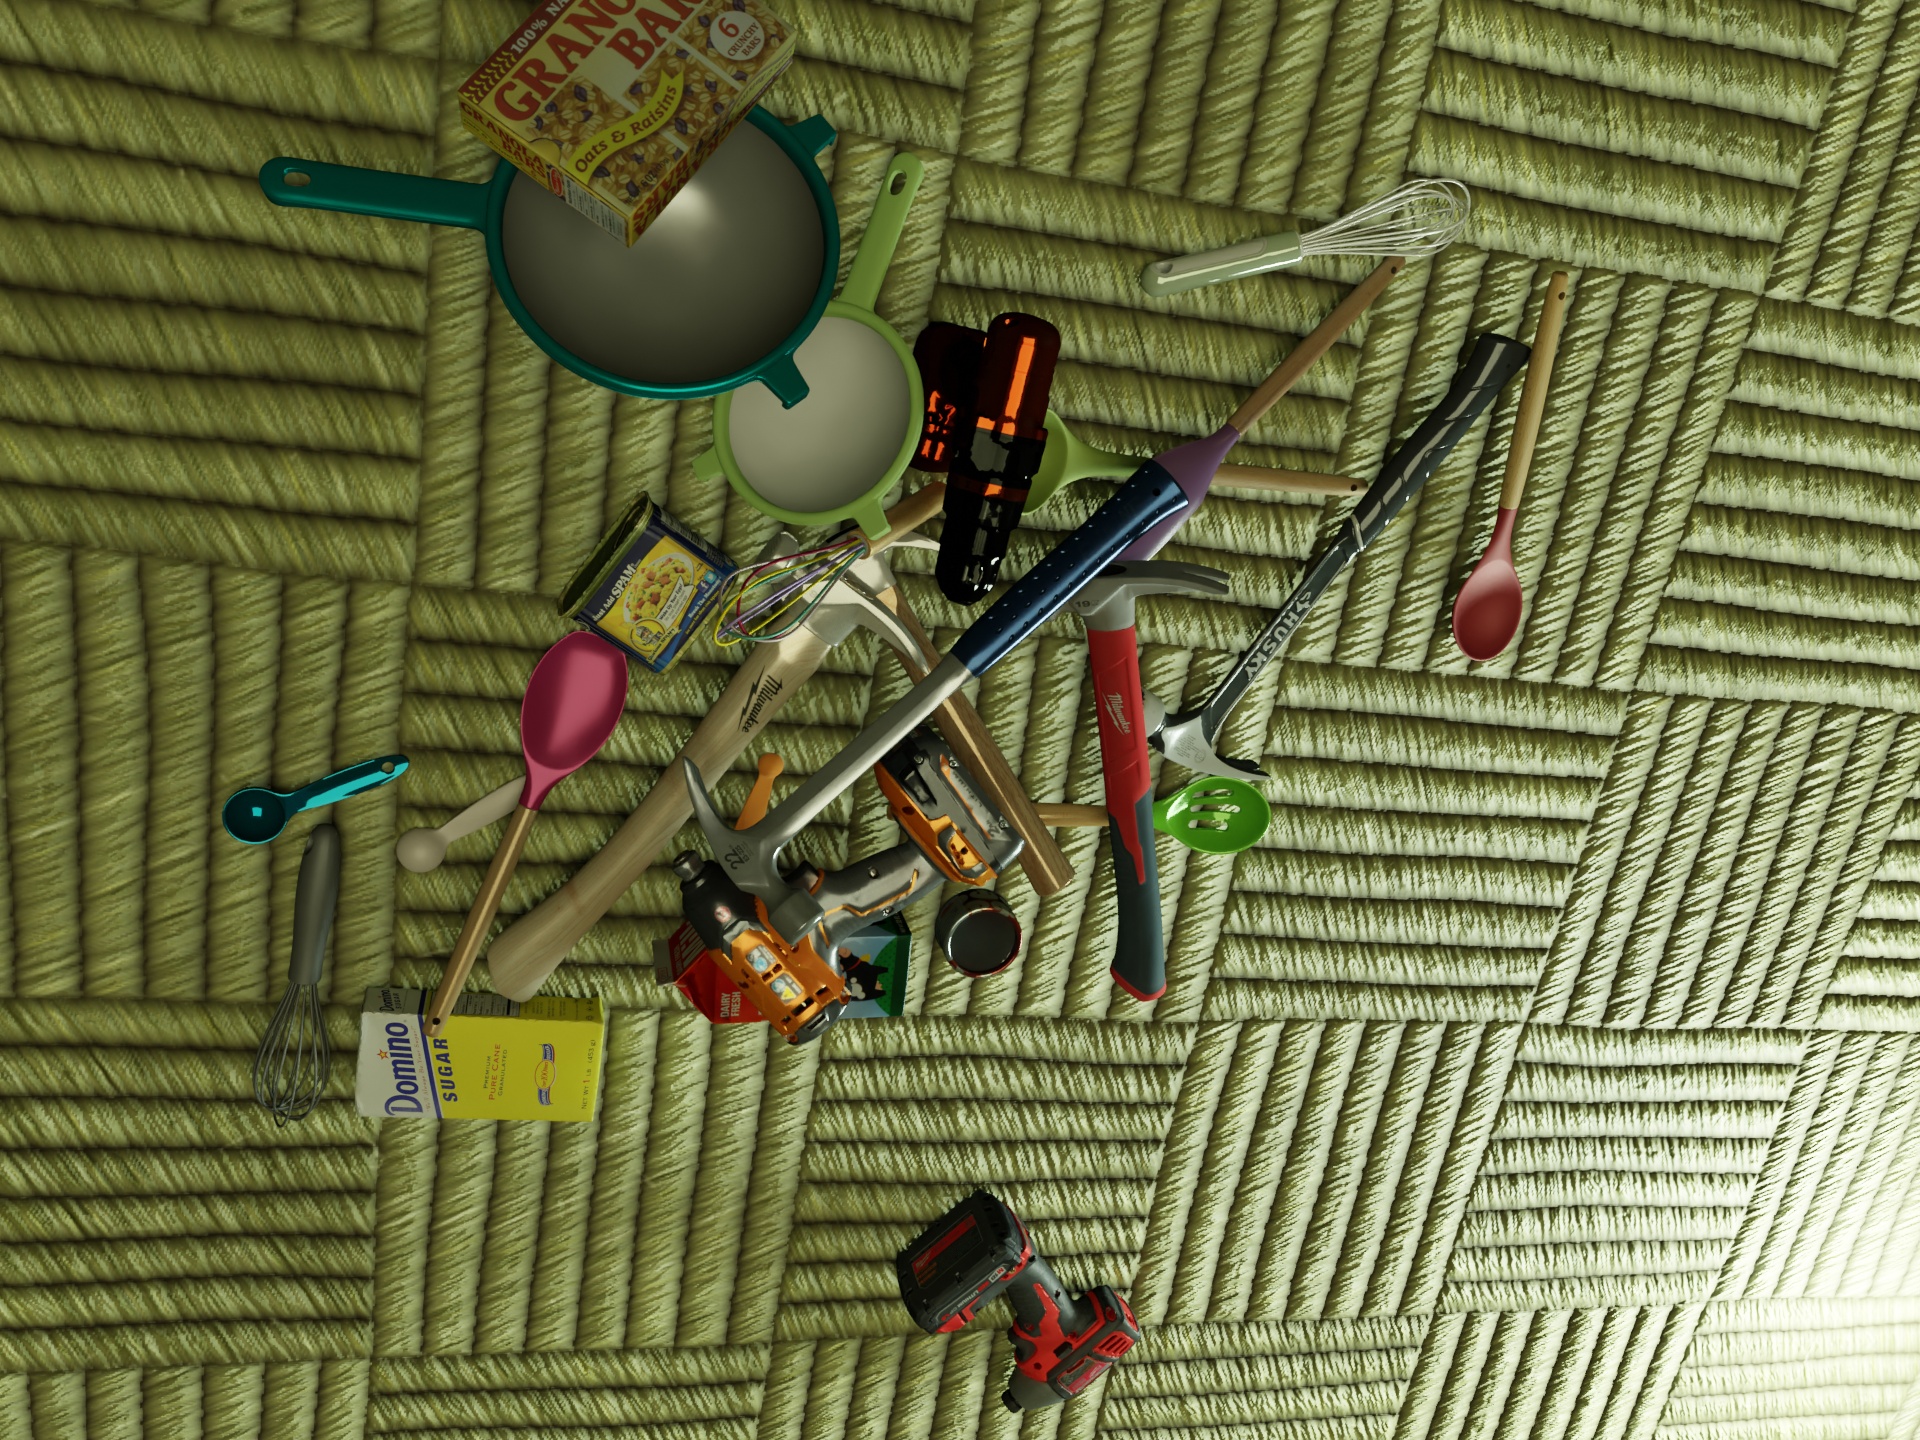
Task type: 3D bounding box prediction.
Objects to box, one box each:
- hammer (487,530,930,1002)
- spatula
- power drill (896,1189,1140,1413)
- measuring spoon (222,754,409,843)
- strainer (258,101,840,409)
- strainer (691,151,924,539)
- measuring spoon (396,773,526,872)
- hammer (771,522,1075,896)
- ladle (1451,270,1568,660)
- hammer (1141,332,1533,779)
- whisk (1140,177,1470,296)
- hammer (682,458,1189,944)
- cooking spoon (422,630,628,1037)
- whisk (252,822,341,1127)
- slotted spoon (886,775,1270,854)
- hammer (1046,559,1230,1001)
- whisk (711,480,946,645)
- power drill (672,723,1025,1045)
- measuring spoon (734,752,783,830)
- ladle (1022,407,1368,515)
[{"bbox_3d":[-0.199,0.059,1.157,0.146,0.038,0.410,37,104,-20],"label":"hammer"},{"bbox_3d":[0.213,-0.229,1.151,0.316,0.018,0.059,-45,120,-6],"label":"spatula"},{"bbox_3d":[0.049,0.528,1.412,0.143,0.079,0.219,-41,118,4],"label":"power drill"},{"bbox_3d":[-0.453,0.048,1.122,0.128,0.021,0.042,-21,116,-16],"label":"measuring spoon"},{"bbox_3d":[-0.247,-0.292,0.988,0.340,0.095,0.211,6,78,-8],"label":"strainer"},{"bbox_3d":[-0.069,-0.251,1.075,0.151,0.069,0.256,20,91,18],"label":"strainer"},{"bbox_3d":[-0.352,0.073,1.153,0.124,0.018,0.034,-31,115,-2],"label":"measuring spoon"},{"bbox_3d":[-0.002,-0.004,1.194,0.130,0.031,0.331,-32,111,-1],"label":"hammer"},{"bbox_3d":[0.425,-0.188,1.220,0.069,0.031,0.315,-12,126,-19],"label":"ladle"},{"bbox_3d":[0.294,-0.124,1.221,0.149,0.036,0.409,31,102,-31],"label":"hammer"},{"bbox_3d":[0.246,-0.340,1.133,0.246,0.058,0.059,-14,142,-4],"label":"whisk"},{"bbox_3d":[-0.011,-0.036,1.086,0.405,0.035,0.144,-42,84,-4],"label":"hammer"},{"bbox_3d":[-0.321,0.084,1.146,0.068,0.017,0.319,23,95,-20],"label":"cooking spoon"},{"bbox_3d":[-0.476,0.186,1.152,0.055,0.055,0.239,9,105,-18],"label":"whisk"},{"bbox_3d":[0.096,0.073,1.268,0.313,0.031,0.070,1,111,-13],"label":"slotted spoon"},{"bbox_3d":[0.144,0.058,1.215,0.143,0.038,0.386,-2,121,13],"label":"hammer"},{"bbox_3d":[-0.080,-0.111,1.065,0.245,0.051,0.047,-39,132,-43],"label":"whisk"},{"bbox_3d":[-0.086,0.105,1.141,0.226,0.084,0.164,-40,106,-2],"label":"power drill"},{"bbox_3d":[-0.159,0.079,1.210,0.021,0.011,0.117,15,107,-20],"label":"measuring spoon"},{"bbox_3d":[0.165,-0.181,1.169,0.320,0.062,0.078,2,109,-18],"label":"ladle"}]
